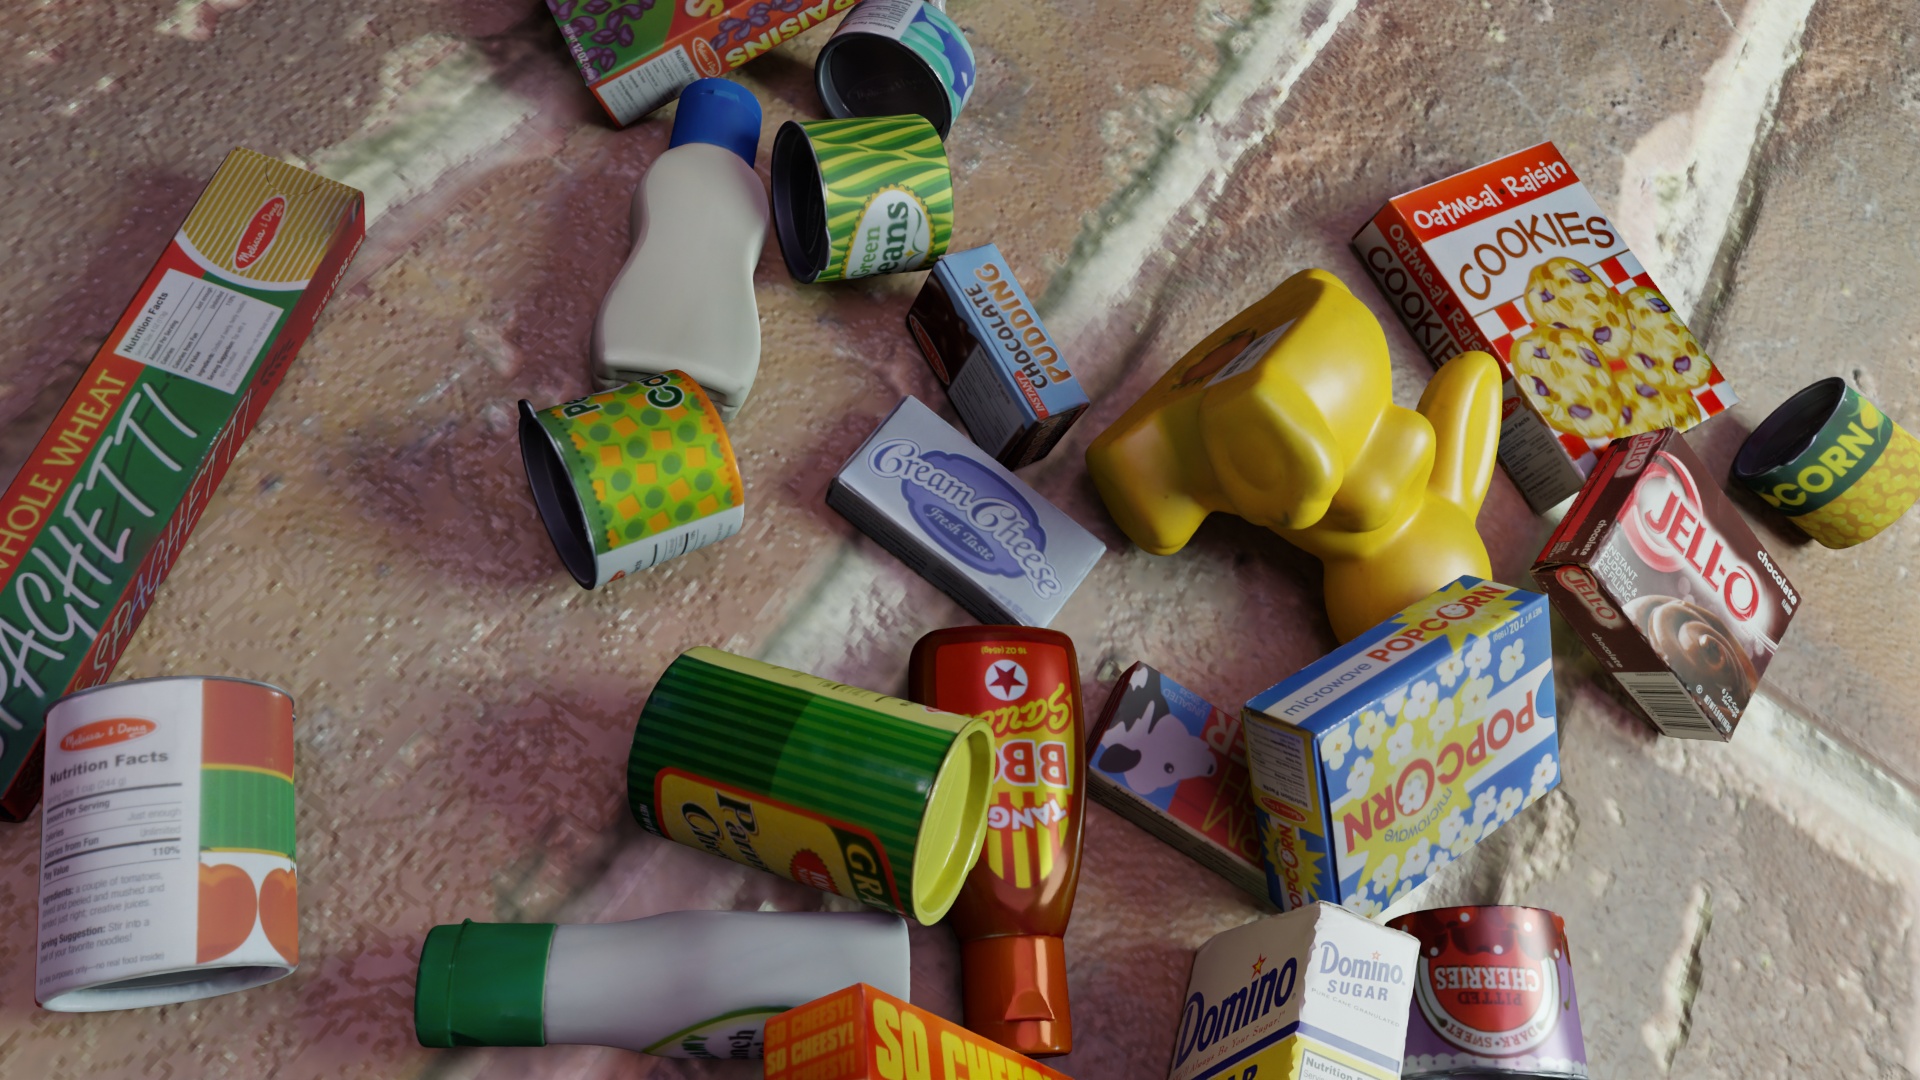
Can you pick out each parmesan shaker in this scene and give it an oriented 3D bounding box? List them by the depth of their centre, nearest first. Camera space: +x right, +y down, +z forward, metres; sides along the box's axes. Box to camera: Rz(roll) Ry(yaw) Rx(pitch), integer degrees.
[{"bbox_3d":[-0.048,0.079,0.456,0.103,0.071,0.071,12,59,19],"label":"parmesan shaker"}]

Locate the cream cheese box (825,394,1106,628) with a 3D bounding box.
[{"bbox_3d":[0.002,-0.007,0.556,0.104,0.024,0.053,38,59,1],"label":"cream cheese box"}]

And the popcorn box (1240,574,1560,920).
[{"bbox_3d":[0.164,0.076,0.510,0.127,0.038,0.085,-24,113,-27],"label":"popcorn box"}]

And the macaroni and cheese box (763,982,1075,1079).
[{"bbox_3d":[-0.001,0.221,0.377,0.123,0.040,0.167,41,29,-41],"label":"macaroni and cheese box"}]

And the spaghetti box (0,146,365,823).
[{"bbox_3d":[-0.279,-0.029,0.470,0.050,0.028,0.251,20,61,-9],"label":"spaghetti box"}]

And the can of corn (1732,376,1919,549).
[{"bbox_3d":[0.434,-0.037,0.691,0.058,0.071,0.071,39,60,2],"label":"can of corn"}]

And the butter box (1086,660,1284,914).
[{"bbox_3d":[0.099,0.096,0.540,0.103,0.024,0.053,31,60,-2],"label":"butter box"}]

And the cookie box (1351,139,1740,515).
[{"bbox_3d":[0.290,-0.110,0.694,0.123,0.040,0.167,-24,76,-26],"label":"cookie box"}]

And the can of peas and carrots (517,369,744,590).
[{"bbox_3d":[-0.119,-0.025,0.499,0.059,0.070,0.071,-22,74,-27],"label":"can of peas and carrots"}]

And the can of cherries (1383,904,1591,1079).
[{"bbox_3d":[0.192,0.169,0.510,0.071,0.071,0.058,9,63,-14],"label":"can of cherries"}]

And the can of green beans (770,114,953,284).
[{"bbox_3d":[-0.042,-0.143,0.583,0.058,0.071,0.071,-11,70,-23],"label":"can of green beans"}]

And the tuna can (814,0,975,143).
[{"bbox_3d":[-0.027,-0.205,0.619,0.071,0.070,0.033,28,60,-4],"label":"tuna can"}]

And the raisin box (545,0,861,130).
[{"bbox_3d":[-0.115,-0.245,0.594,0.123,0.040,0.086,-28,75,0],"label":"raisin box"}]

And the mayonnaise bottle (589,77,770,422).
[{"bbox_3d":[-0.108,-0.122,0.566,0.065,0.041,0.149,12,61,-15],"label":"mayonnaise bottle"}]

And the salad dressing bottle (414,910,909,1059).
[{"bbox_3d":[-0.091,0.140,0.437,0.148,0.064,0.044,3,57,-8],"label":"salad dressing bottle"}]

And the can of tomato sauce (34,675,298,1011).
[{"bbox_3d":[-0.231,0.090,0.410,0.071,0.071,0.083,-4,68,-20],"label":"can of tomato sauce"}]

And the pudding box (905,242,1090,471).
[{"bbox_3d":[0.014,-0.076,0.579,0.030,0.049,0.084,-23,75,-28],"label":"pudding box"}]

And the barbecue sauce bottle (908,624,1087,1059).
[{"bbox_3d":[0.016,0.106,0.496,0.065,0.043,0.149,2,65,-12],"label":"barbecue sauce bottle"}]
